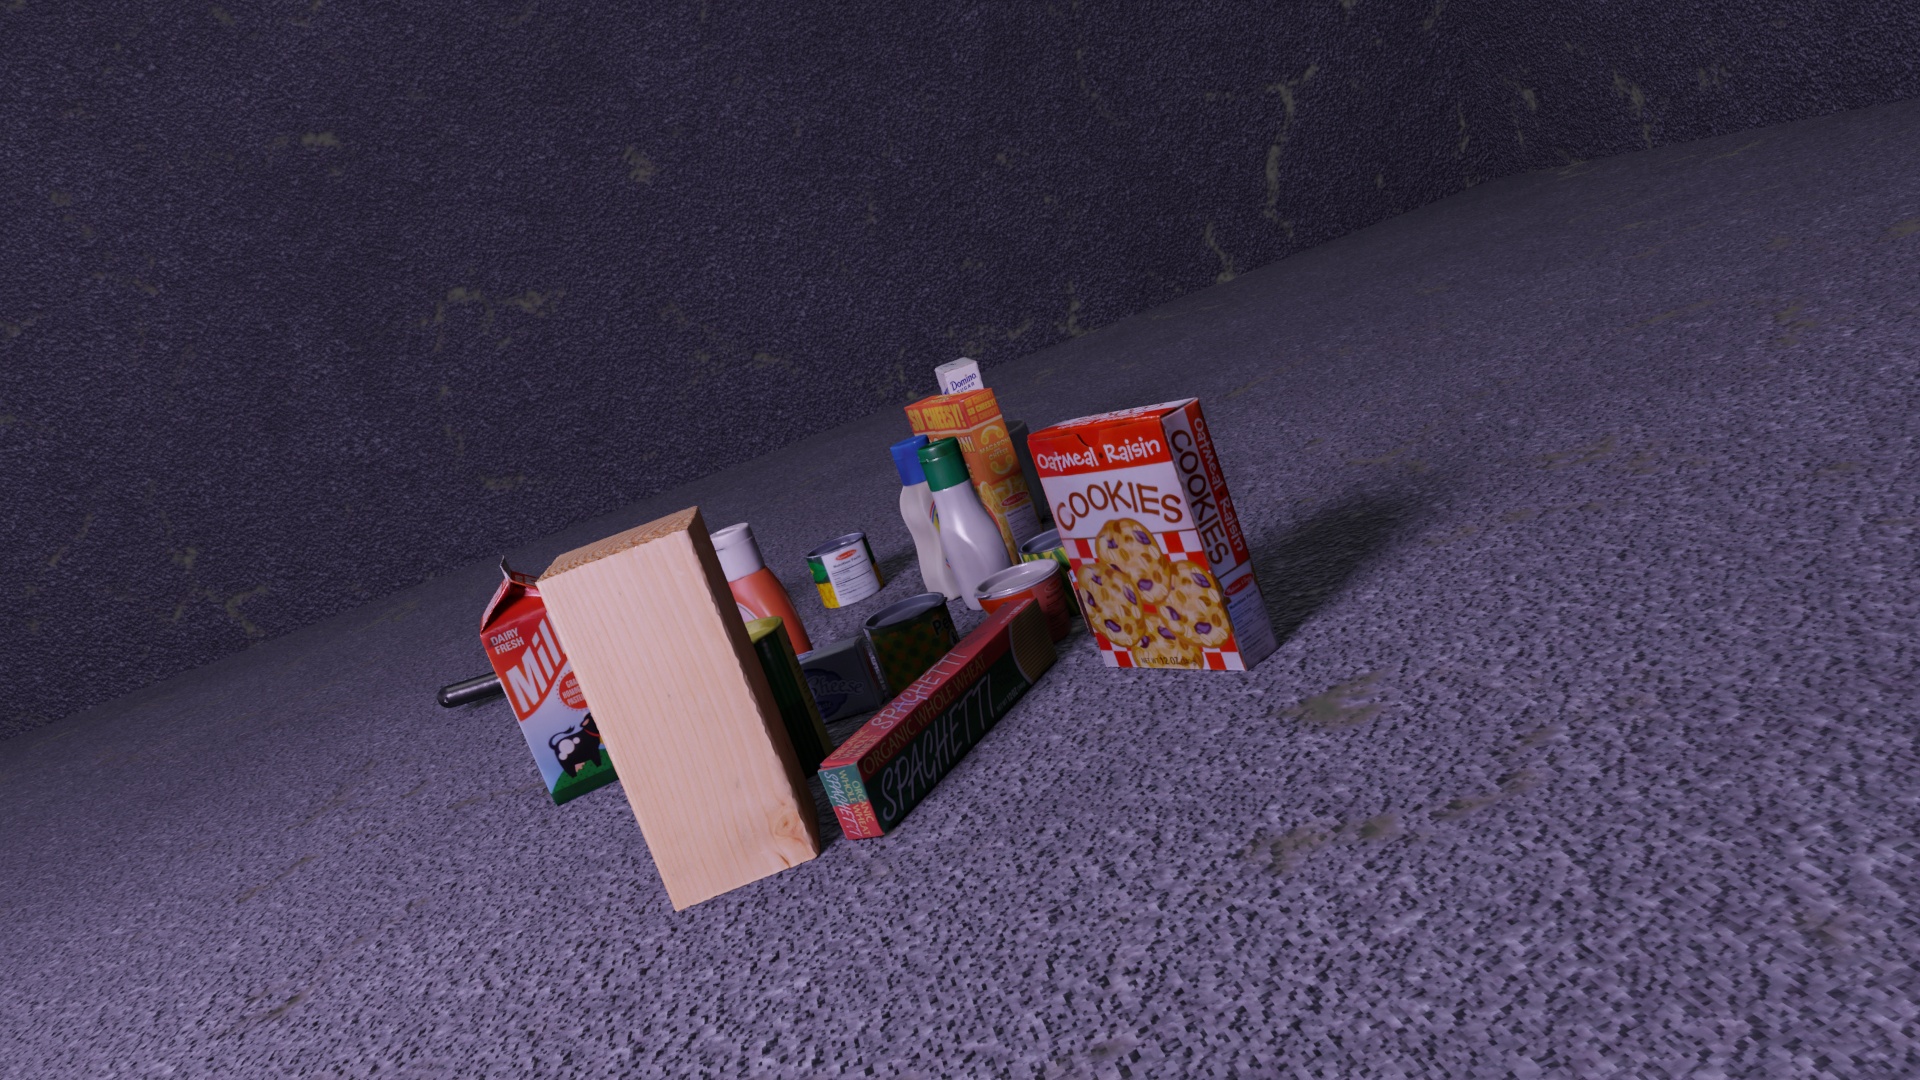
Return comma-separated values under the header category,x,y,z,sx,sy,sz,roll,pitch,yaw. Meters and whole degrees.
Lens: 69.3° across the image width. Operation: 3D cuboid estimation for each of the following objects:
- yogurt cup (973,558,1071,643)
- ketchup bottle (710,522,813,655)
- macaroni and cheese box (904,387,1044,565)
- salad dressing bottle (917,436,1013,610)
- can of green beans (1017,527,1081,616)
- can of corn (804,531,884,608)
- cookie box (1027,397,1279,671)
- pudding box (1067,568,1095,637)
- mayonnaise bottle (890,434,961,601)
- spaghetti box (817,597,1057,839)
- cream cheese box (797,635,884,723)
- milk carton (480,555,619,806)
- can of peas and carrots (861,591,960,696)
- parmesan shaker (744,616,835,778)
category,x,y,z,sx,sy,sz,roll,pitch,yaw
yogurt cup,0.050,0.050,1.046,0.072,0.054,0.072,-19,11,4
ketchup bottle,-0.160,0.060,1.119,0.064,0.148,0.044,-11,14,40
macaroni and cheese box,0.015,-0.061,1.336,0.040,0.166,0.123,-25,12,-24
salad dressing bottle,0.004,-0.015,1.190,0.044,0.147,0.064,-27,13,-30
can of green beans,0.086,0.023,1.101,0.071,0.057,0.071,-19,11,4
can of corn,-0.118,0.030,1.413,0.071,0.058,0.071,-19,11,4
cookie box,0.119,0.000,0.880,0.040,0.167,0.123,-28,14,-35
pudding box,0.126,0.032,1.015,0.084,0.049,0.030,-20,11,1
mayonnaise bottle,-0.022,-0.022,1.265,0.065,0.147,0.041,-29,14,-39
spaghetti box,-0.006,0.107,0.891,0.028,0.050,0.251,-13,14,33
cream cheese box,-0.114,0.112,1.038,0.104,0.053,0.024,-18,11,10
milk carton,-0.322,0.102,1.092,0.073,0.190,0.072,-23,11,-14
can of peas and carrots,-0.032,0.077,1.047,0.071,0.058,0.071,-19,11,4
parmesan shaker,-0.133,0.112,0.947,0.071,0.103,0.071,-19,11,4
